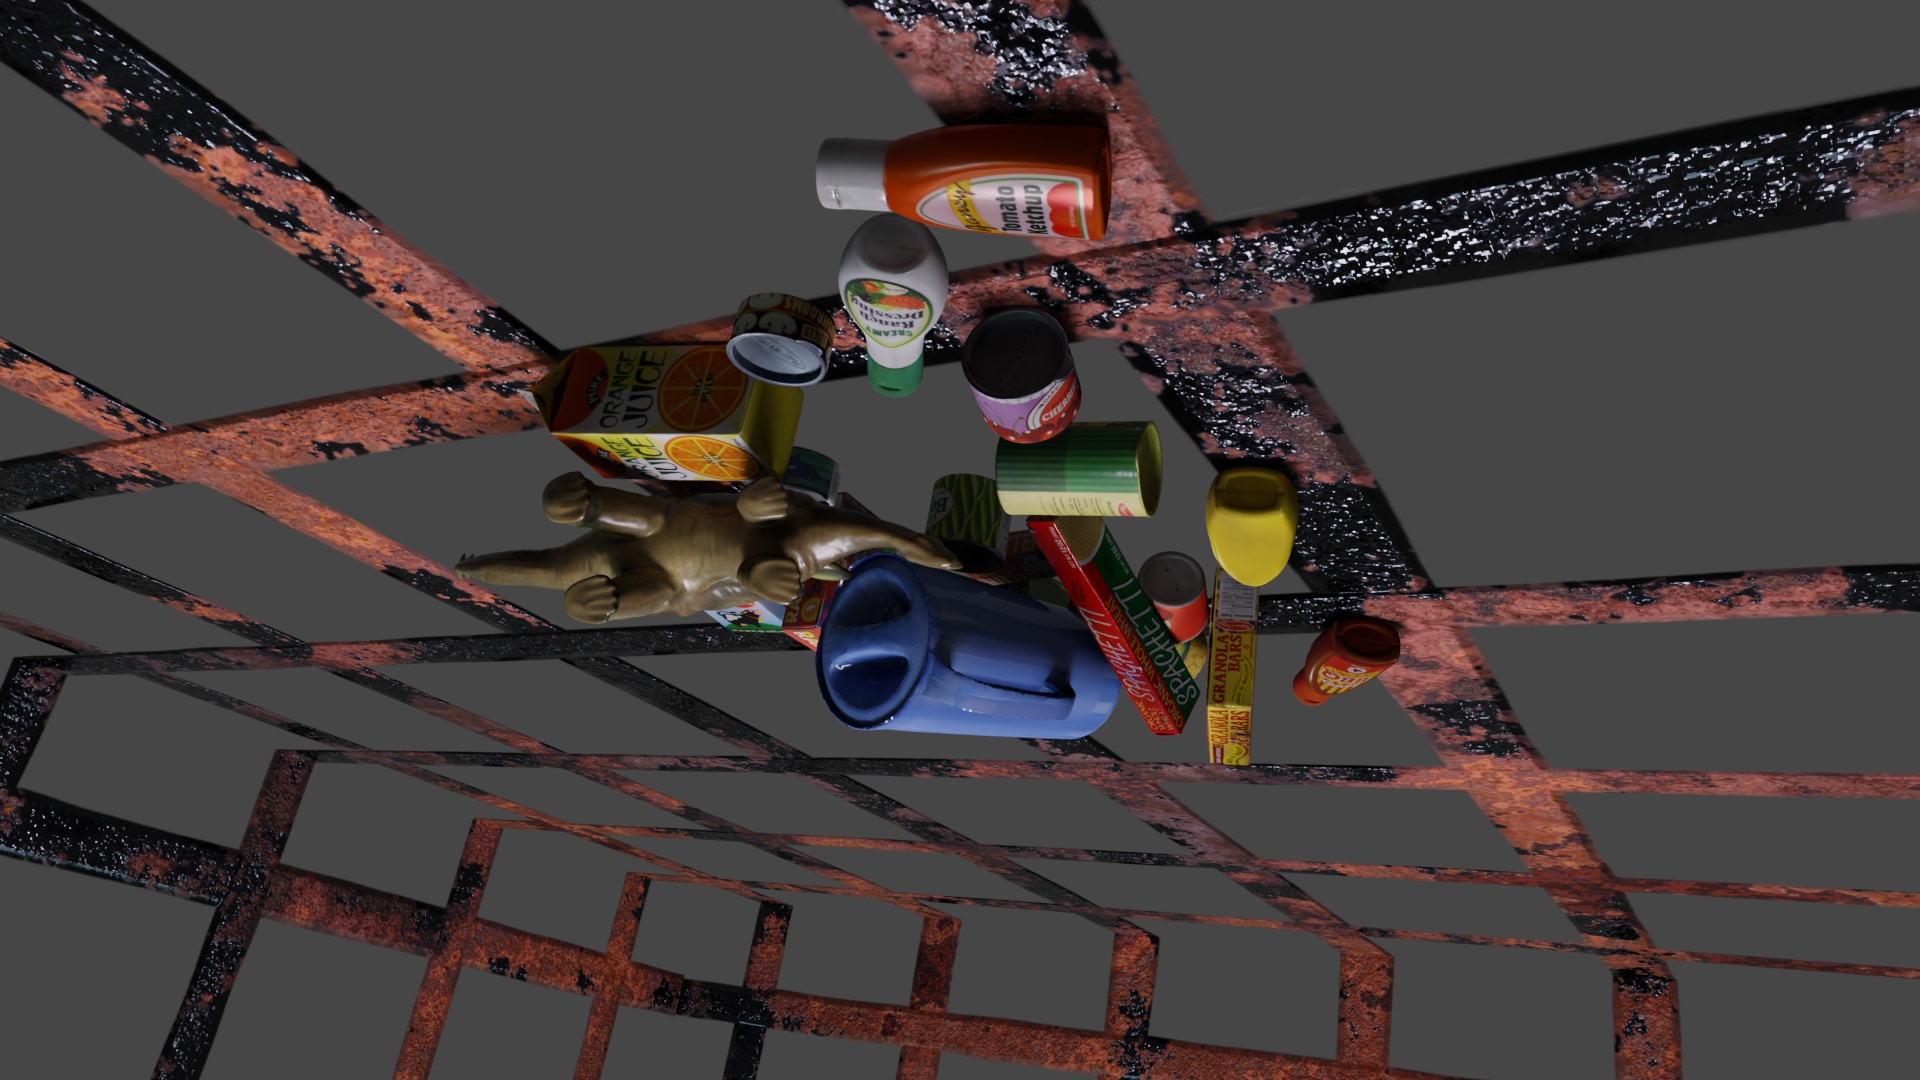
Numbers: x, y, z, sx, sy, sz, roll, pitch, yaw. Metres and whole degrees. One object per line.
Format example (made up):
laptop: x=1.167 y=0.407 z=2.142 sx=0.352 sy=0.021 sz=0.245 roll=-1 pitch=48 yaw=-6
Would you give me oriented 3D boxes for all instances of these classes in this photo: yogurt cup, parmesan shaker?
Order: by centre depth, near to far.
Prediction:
parmesan shaker: x=0.082 y=-0.051 z=0.962 sx=0.103 sy=0.071 sz=0.071 roll=2 pitch=155 yaw=21
yogurt cup: x=0.174 y=0.045 z=1.152 sx=0.072 sy=0.073 sz=0.053 roll=7 pitch=148 yaw=9

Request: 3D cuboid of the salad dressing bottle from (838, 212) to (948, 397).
salad dressing bottle: x=-0.040 y=-0.137 z=0.842 sx=0.064 sy=0.044 sz=0.147 roll=10 pitch=157 yaw=3

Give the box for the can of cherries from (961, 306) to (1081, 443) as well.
can of cherries: x=0.041 y=-0.100 z=0.862 sx=0.071 sy=0.072 sz=0.058 roll=3 pitch=156 yaw=16

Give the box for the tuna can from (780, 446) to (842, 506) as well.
tuna can: x=-0.132 y=-0.047 z=1.105 sx=0.071 sy=0.033 sz=0.070 roll=8 pitch=157 yaw=4

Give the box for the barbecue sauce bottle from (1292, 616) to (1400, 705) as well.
barbecue sauce bottle: x=0.342 y=0.113 z=1.260 sx=0.065 sy=0.044 sz=0.148 roll=10 pitch=157 yaw=-2

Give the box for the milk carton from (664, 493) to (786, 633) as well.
milk carton: x=-0.211 y=0.014 z=1.226 sx=0.072 sy=0.074 sz=0.190 roll=-1 pitch=154 yaw=23

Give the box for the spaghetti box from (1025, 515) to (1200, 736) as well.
spaghetti box: x=0.126 y=0.058 z=1.105 sx=0.028 sy=0.050 sz=0.249 roll=-2 pitch=133 yaw=41

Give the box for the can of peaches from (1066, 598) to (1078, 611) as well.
can of peaches: x=0.133 y=0.072 z=1.222 sx=0.071 sy=0.071 sz=0.058 roll=-11 pitch=148 yaw=40

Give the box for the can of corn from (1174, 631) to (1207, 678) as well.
can of corn: x=0.180 y=0.097 z=1.256 sx=0.071 sy=0.071 sz=0.058 roll=-13 pitch=148 yaw=43

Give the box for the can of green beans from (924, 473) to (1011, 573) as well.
can of green beans: x=0.006 y=-0.013 z=1.092 sx=0.071 sy=0.058 sz=0.071 roll=9 pitch=157 yaw=4

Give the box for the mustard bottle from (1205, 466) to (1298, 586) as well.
mustard bottle: x=0.218 y=-0.002 z=1.040 sx=0.065 sy=0.049 sz=0.159 roll=5 pitch=157 yaw=14

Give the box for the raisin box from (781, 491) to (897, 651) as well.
raisin box: x=-0.098 y=0.034 z=1.160 sx=0.040 sy=0.124 sz=0.086 roll=-4 pitch=152 yaw=31

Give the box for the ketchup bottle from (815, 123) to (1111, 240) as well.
ketchup bottle: x=0.002 y=-0.186 z=0.714 sx=0.149 sy=0.044 sz=0.064 roll=6 pitch=157 yaw=12

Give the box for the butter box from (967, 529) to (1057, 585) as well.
butter box: x=0.048 y=0.014 z=1.180 sx=0.103 sy=0.024 sz=0.053 roll=-9 pitch=151 yaw=38

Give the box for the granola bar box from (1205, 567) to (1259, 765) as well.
granola bar box: x=0.235 y=0.112 z=1.200 sx=0.039 sy=0.124 sz=0.165 roll=3 pitch=156 yaw=13

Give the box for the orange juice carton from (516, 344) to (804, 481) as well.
orange juice carton: x=-0.217 y=-0.090 z=0.989 sx=0.193 sy=0.073 sz=0.071 roll=2 pitch=156 yaw=20

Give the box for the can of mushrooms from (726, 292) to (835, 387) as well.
can of mushrooms: x=-0.114 y=-0.131 z=0.903 sx=0.071 sy=0.033 sz=0.070 roll=9 pitch=156 yaw=4
